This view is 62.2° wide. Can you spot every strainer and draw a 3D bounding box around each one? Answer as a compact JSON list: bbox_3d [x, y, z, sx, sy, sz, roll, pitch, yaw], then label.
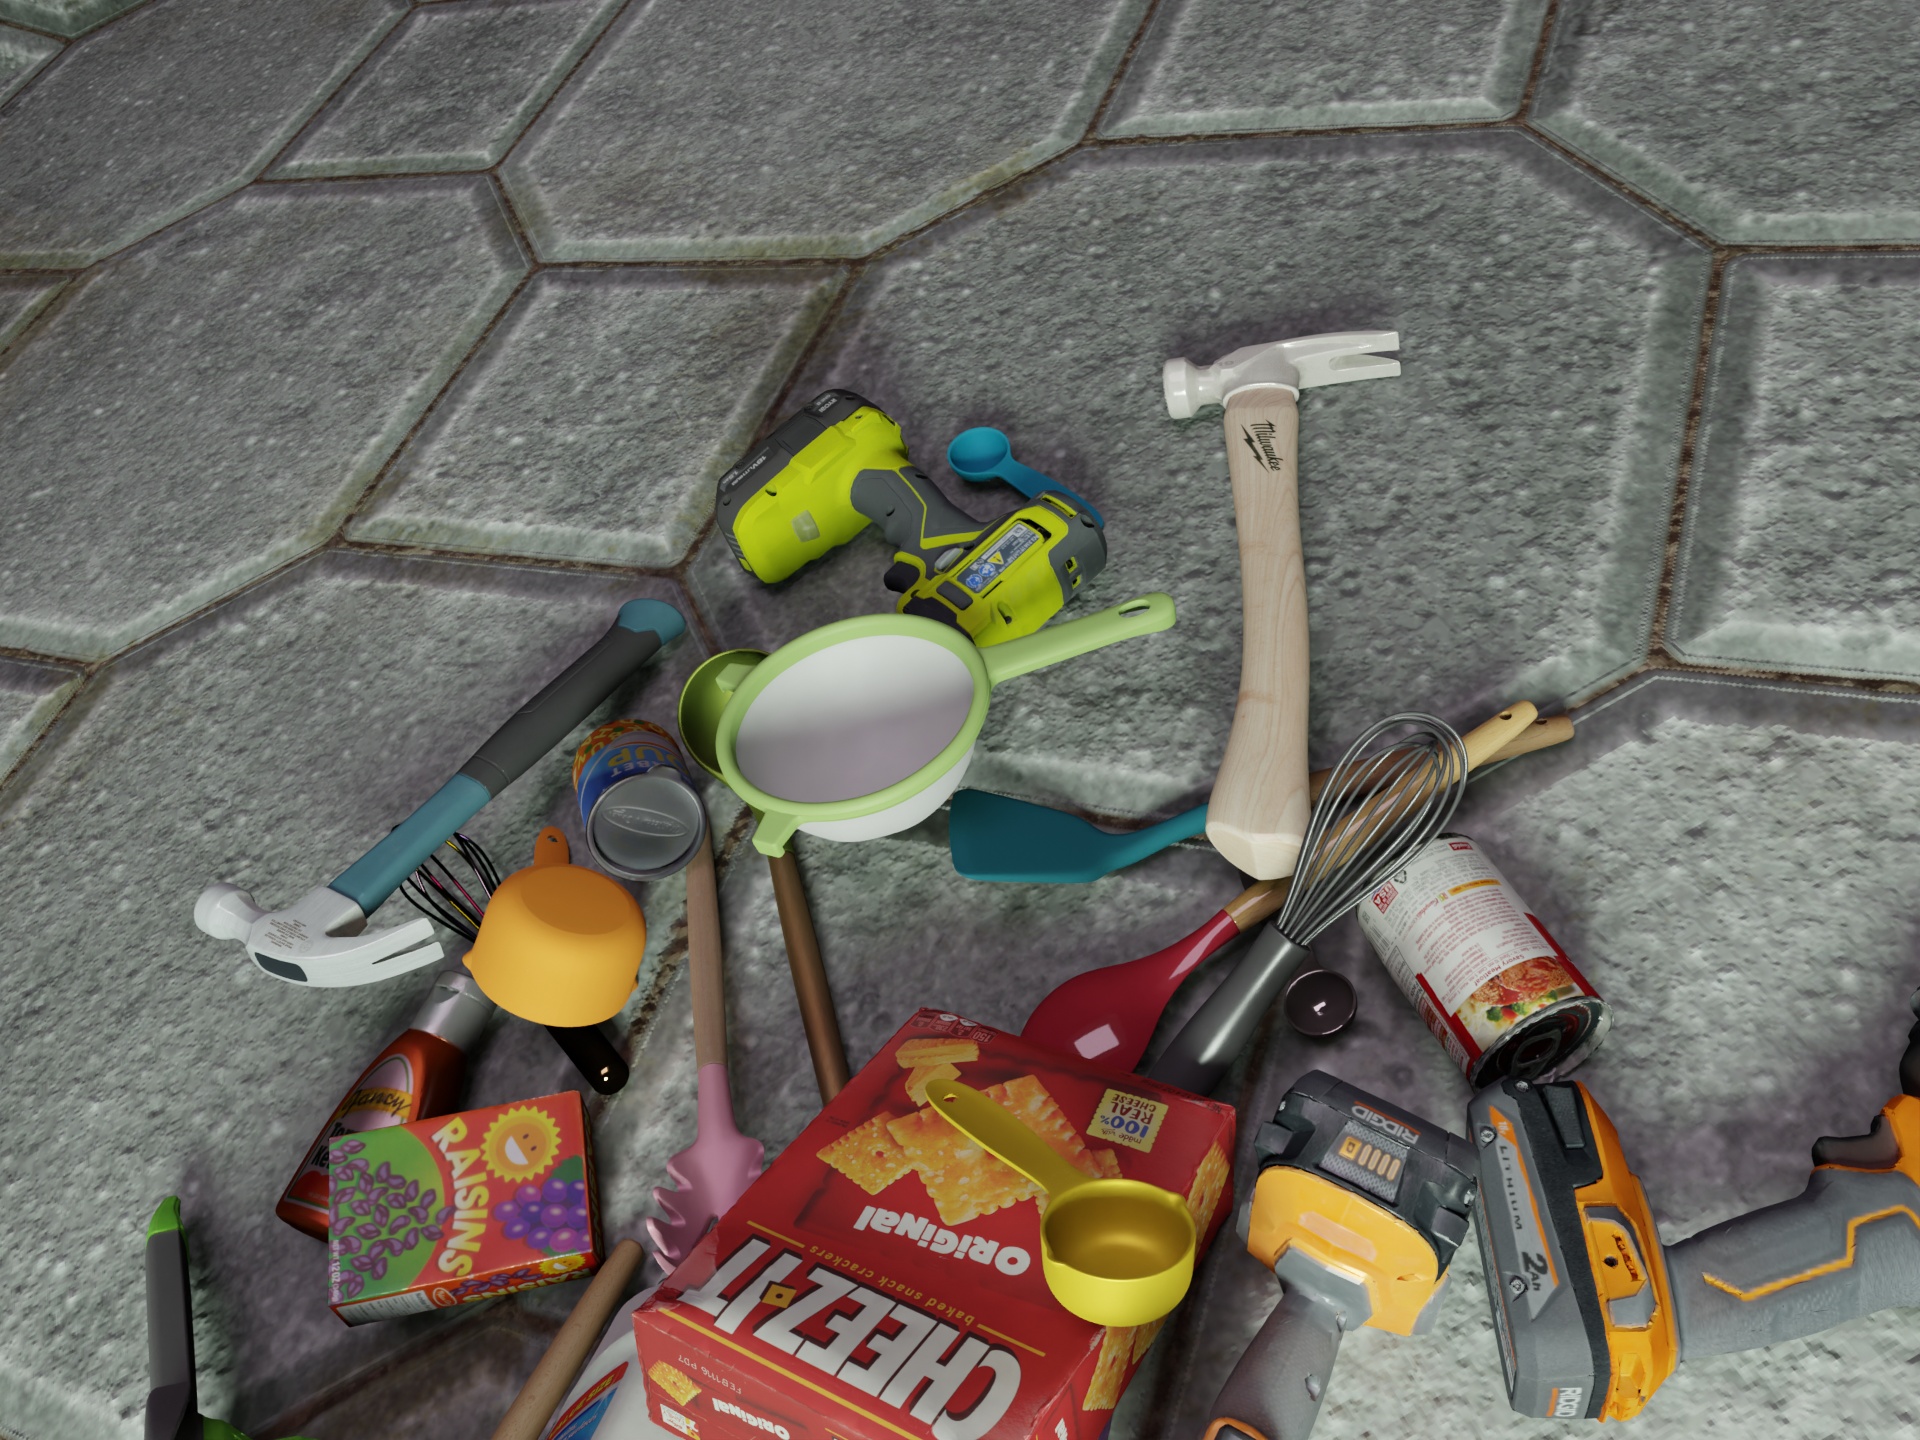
[{"bbox_3d":[-0.001,-0.003,0.862,0.256,0.069,0.152,-19,42,-3],"label":"strainer"}]

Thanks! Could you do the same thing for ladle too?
[{"bbox_3d":[-0.095,0.089,0.860,0.078,0.062,0.321,-18,51,-1],"label":"ladle"},{"bbox_3d":[0.153,0.084,0.771,0.315,0.031,0.069,-35,40,-5],"label":"ladle"}]

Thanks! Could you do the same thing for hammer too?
[{"bbox_3d":[0.181,-0.084,0.876,0.146,0.038,0.411,-6,45,15],"label":"hammer"},{"bbox_3d":[-0.282,0.030,0.945,0.128,0.033,0.331,21,49,24],"label":"hammer"}]

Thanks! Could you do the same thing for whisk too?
[{"bbox_3d":[0.145,0.097,0.714,0.055,0.055,0.239,42,102,39],"label":"whisk"},{"bbox_3d":[-0.261,0.128,0.901,0.051,0.047,0.245,-41,53,-14],"label":"whisk"}]

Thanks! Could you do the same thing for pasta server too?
[{"bbox_3d":[-0.129,0.153,0.811,0.060,0.040,0.317,-9,41,-5],"label":"pasta server"}]

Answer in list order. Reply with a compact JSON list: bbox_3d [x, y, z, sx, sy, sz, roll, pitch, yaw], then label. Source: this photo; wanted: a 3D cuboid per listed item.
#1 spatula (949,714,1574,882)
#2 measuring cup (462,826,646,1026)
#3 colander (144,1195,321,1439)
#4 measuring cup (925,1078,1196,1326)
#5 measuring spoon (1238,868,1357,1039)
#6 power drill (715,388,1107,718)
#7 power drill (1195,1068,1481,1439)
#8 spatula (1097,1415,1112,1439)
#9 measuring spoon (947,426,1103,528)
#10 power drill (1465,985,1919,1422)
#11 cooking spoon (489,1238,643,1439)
[{"bbox_3d":[0.152,0.035,0.814,0.317,0.044,0.082,-15,28,7],"label":"spatula"},{"bbox_3d":[-0.222,0.094,0.887,0.095,0.052,0.174,13,28,-22],"label":"measuring cup"},{"bbox_3d":[-0.310,0.339,0.715,0.094,0.204,0.397,-5,24,-27],"label":"colander"},{"bbox_3d":[0.031,0.185,0.625,0.062,0.029,0.157,-15,22,-30],"label":"measuring cup"},{"bbox_3d":[0.161,0.107,0.777,0.034,0.018,0.124,-26,41,9],"label":"measuring spoon"},{"bbox_3d":[-0.044,-0.104,0.982,0.171,0.080,0.223,-42,53,-14],"label":"power drill"},{"bbox_3d":[0.110,0.242,0.573,0.084,0.185,0.226,23,61,24],"label":"power drill"},{"bbox_3d":[0.031,0.367,0.612,0.060,0.018,0.316,-10,49,18],"label":"spatula"},{"bbox_3d":[0.044,-0.149,1.027,0.129,0.021,0.042,37,70,29],"label":"measuring spoon"},{"bbox_3d":[0.317,0.182,0.611,0.226,0.084,0.164,-7,50,11],"label":"power drill"},{"bbox_3d":[-0.198,0.318,0.636,0.017,0.068,0.319,26,26,3],"label":"cooking spoon"}]
